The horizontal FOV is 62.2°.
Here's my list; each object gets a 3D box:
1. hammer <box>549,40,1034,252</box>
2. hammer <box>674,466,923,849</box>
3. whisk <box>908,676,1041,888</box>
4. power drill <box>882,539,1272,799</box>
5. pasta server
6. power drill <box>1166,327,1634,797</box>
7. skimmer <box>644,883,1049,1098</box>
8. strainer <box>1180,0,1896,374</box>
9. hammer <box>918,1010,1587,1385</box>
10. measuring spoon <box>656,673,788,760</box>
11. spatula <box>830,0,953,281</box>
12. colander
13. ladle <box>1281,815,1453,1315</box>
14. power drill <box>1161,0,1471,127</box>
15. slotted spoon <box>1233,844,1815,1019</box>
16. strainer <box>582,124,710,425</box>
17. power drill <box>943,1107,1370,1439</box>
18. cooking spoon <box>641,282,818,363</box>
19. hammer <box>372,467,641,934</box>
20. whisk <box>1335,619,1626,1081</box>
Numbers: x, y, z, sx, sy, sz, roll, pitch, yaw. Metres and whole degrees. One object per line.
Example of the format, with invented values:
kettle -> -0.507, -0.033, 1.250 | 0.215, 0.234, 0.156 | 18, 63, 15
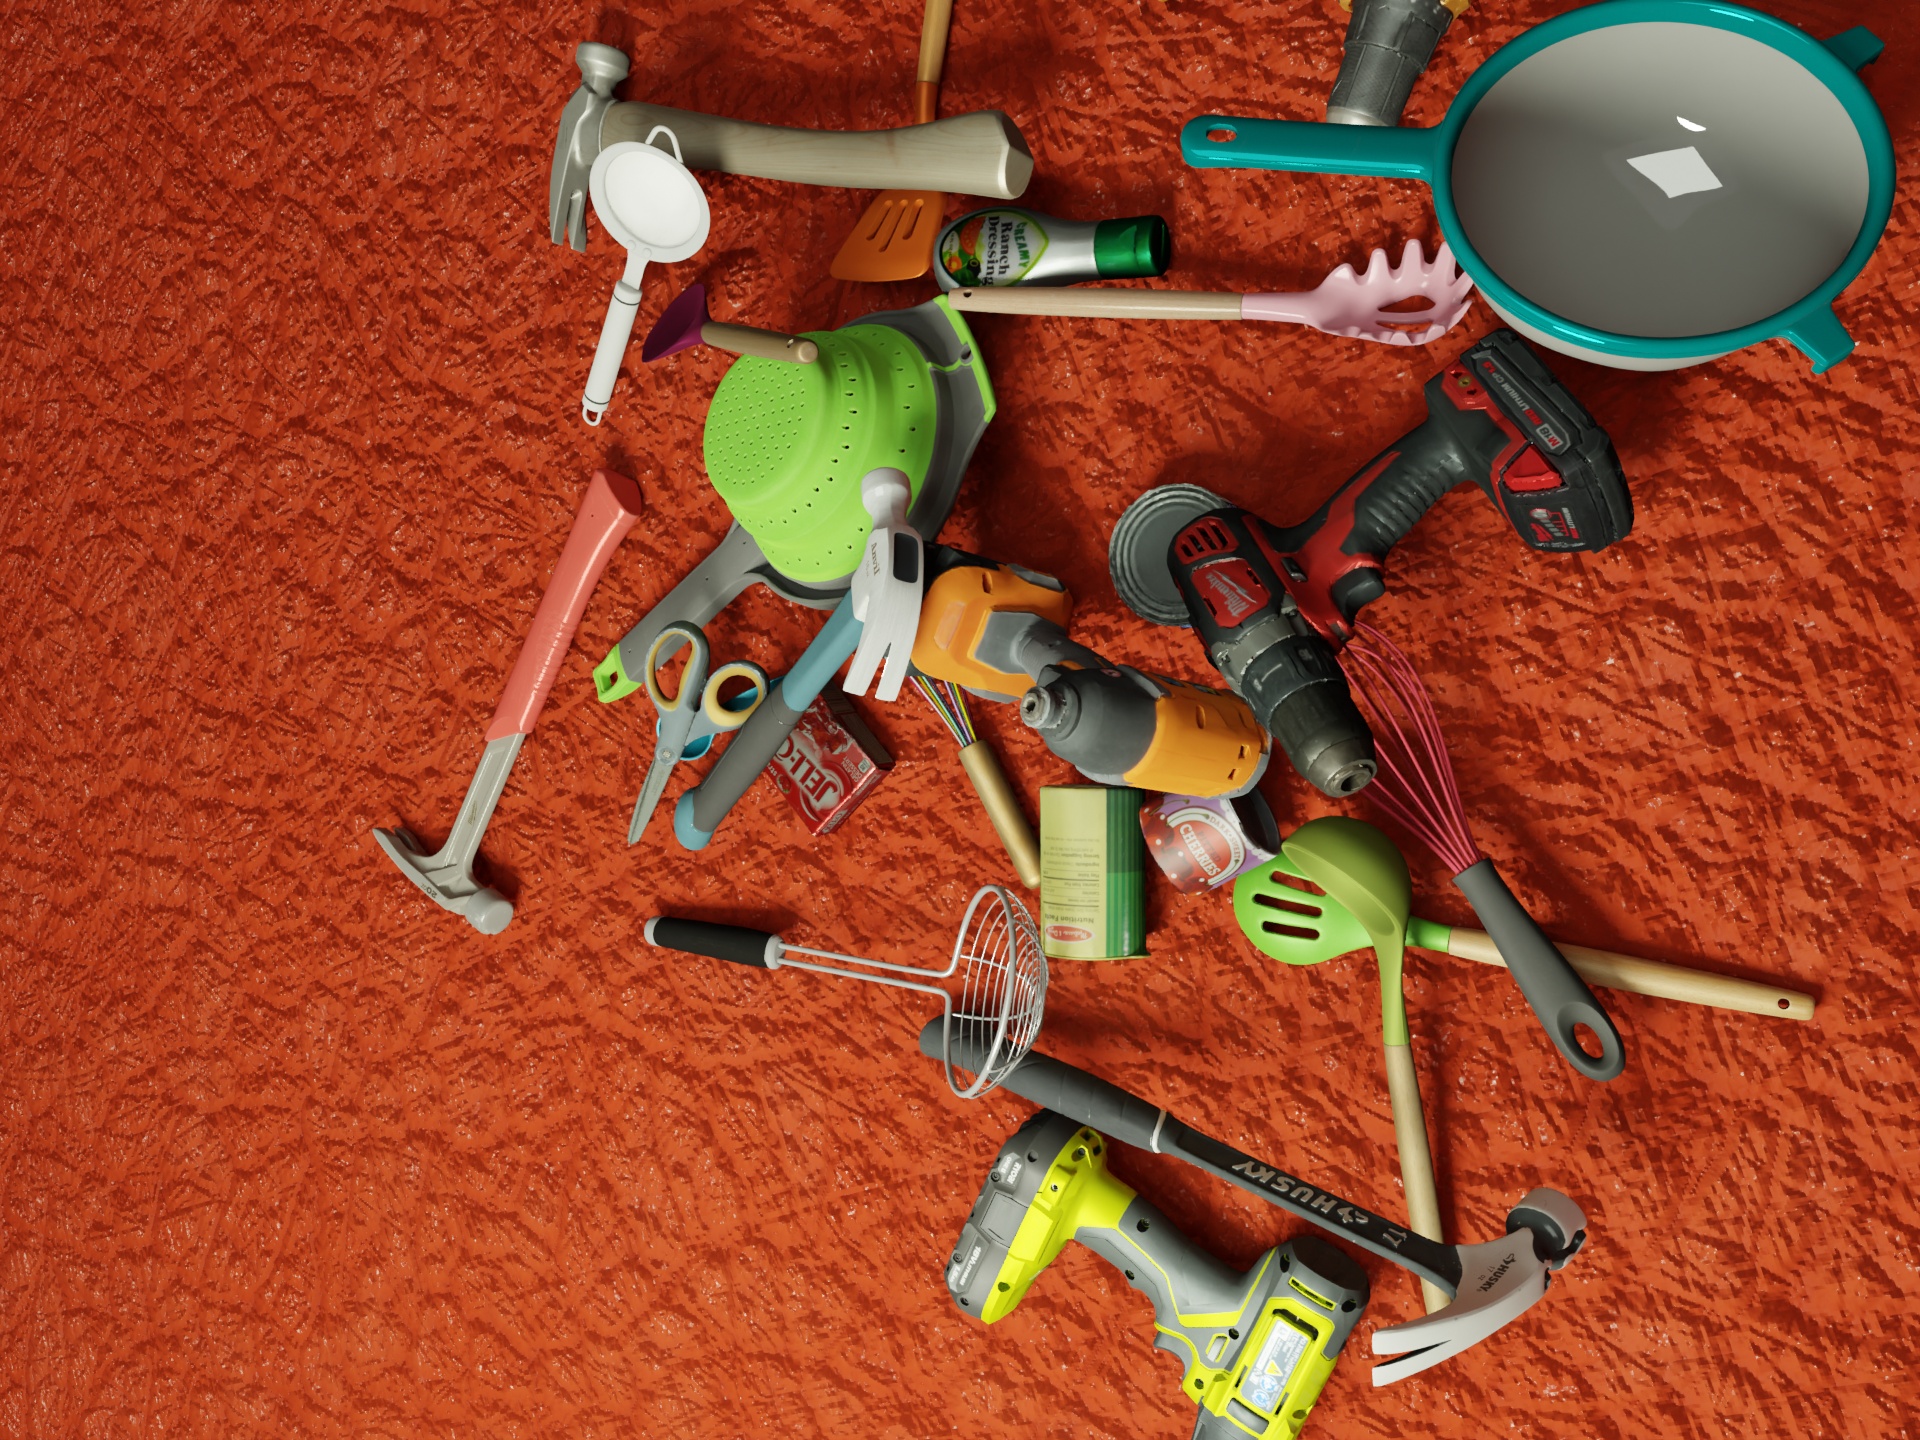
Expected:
hammer -> -0.129, -0.374, 1.070 | 0.411, 0.038, 0.146 | 18, 100, 34
hammer -> -0.111, -0.011, 1.016 | 0.331, 0.033, 0.128 | -47, 40, 45
whisk -> -0.001, -0.004, 1.034 | 0.047, 0.051, 0.245 | -30, 80, 19
power drill -> 0.048, -0.029, 0.909 | 0.227, 0.164, 0.084 | 35, 108, 46
pasta server -> 0.140, -0.250, 0.941 | 0.316, 0.040, 0.060 | 7, 75, 20
power drill -> 0.234, -0.079, 0.840 | 0.226, 0.080, 0.188 | -33, 51, 13
skimmer -> -0.093, 0.155, 1.031 | 0.363, 0.090, 0.127 | 4, 81, 36
strainer -> 0.285, -0.265, 0.827 | 0.340, 0.095, 0.211 | 10, 72, 16
hammer -> 0.125, 0.243, 0.898 | 0.409, 0.149, 0.036 | 14, 118, 44
measuring spoon -> -0.157, -0.009, 1.131 | 0.128, 0.021, 0.042 | -22, 103, 17
spatula -> -0.023, -0.444, 1.042 | 0.081, 0.041, 0.322 | 11, 94, 34
colander -> -0.154, -0.136, 1.060 | 0.397, 0.094, 0.205 | -38, 57, 29
ladle -> 0.236, 0.207, 0.884 | 0.062, 0.078, 0.320 | -13, 97, -14
power drill -> 0.185, -0.442, 0.916 | 0.226, 0.084, 0.185 | 24, 102, 21
slotted spoon -> 0.300, 0.125, 0.887 | 0.314, 0.031, 0.070 | 9, 91, 26
strainer -> -0.231, -0.308, 1.112 | 0.087, 0.050, 0.258 | 27, 131, -4
power drill -> 0.110, 0.352, 0.960 | 0.223, 0.080, 0.171 | 28, 103, 21
cooking spoon -> -0.153, -0.248, 1.027 | 0.069, 0.017, 0.319 | -56, 30, -1
hammer -> -0.335, -0.026, 1.206 | 0.149, 0.036, 0.359 | 33, 104, 30
whisk -> 0.269, 0.064, 0.873 | 0.073, 0.073, 0.296 | -38, 71, 23
